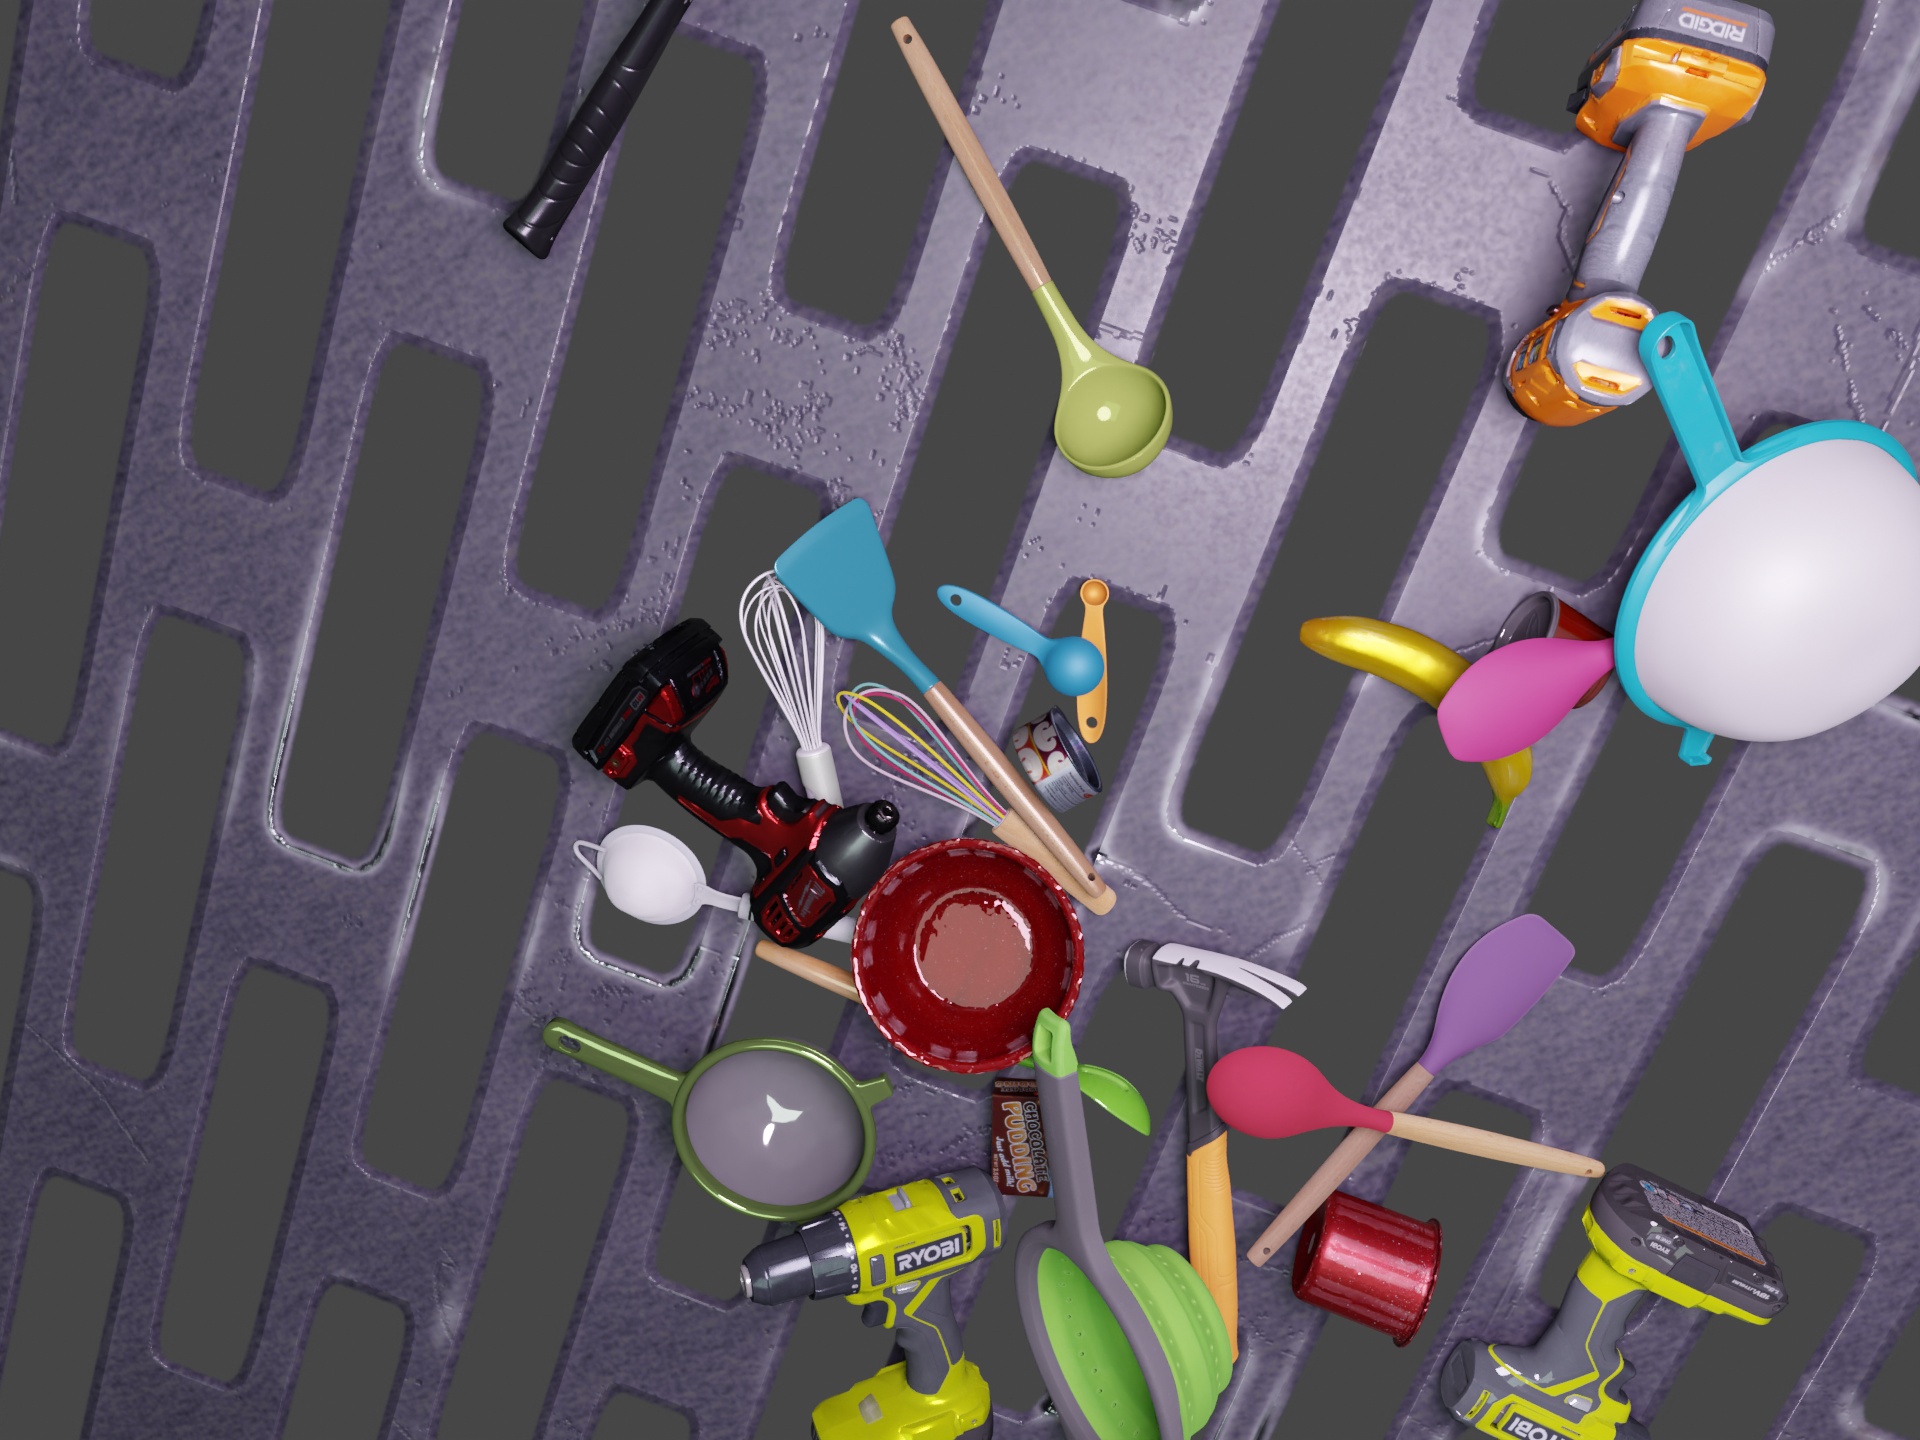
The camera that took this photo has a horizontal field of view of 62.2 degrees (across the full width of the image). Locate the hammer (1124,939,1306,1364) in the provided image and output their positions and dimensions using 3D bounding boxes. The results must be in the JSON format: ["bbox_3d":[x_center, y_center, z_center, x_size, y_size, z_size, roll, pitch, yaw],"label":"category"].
[{"bbox_3d":[0.185,0.323,1.141,0.127,0.034,0.336,9,112,37],"label":"hammer"}]

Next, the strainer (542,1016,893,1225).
[{"bbox_3d":[-0.180,0.267,1.172,0.256,0.069,0.151,23,109,1],"label":"strainer"}]

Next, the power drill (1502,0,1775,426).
[{"bbox_3d":[0.380,-0.283,0.928,0.084,0.164,0.226,16,93,3],"label":"power drill"}]

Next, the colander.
[{"bbox_3d":[0.117,0.370,1.119,0.094,0.205,0.397,-17,110,-24],"label":"colander"}]

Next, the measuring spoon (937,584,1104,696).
[{"bbox_3d":[0.038,-0.056,1.082,0.128,0.021,0.042,30,113,3],"label":"measuring spoon"}]

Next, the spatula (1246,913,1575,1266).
[{"bbox_3d":[0.307,0.262,1.114,0.060,0.018,0.316,40,95,0],"label":"spatula"}]

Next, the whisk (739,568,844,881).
[{"bbox_3d":[-0.106,0.013,1.111,0.059,0.058,0.246,-17,108,-20],"label":"whisk"}]

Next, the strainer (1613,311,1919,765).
[{"bbox_3d":[0.468,-0.096,0.898,0.211,0.095,0.340,-40,130,8],"label":"strainer"}]

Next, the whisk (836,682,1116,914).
[{"bbox_3d":[0.011,0.056,1.114,0.245,0.051,0.047,39,127,-8],"label":"whisk"}]

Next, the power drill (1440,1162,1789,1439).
[{"bbox_3d":[0.474,0.443,1.135,0.171,0.080,0.223,25,110,-1],"label":"power drill"}]

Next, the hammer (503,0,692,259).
[{"bbox_3d":[-0.189,-0.424,0.983,0.035,0.146,0.334,40,117,-4],"label":"hammer"}]

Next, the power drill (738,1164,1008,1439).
[{"bbox_3d":[-0.059,0.447,1.162,0.190,0.080,0.228,-11,112,-20],"label":"power drill"}]

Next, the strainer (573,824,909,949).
[{"bbox_3d":[-0.163,0.133,1.153,0.258,0.050,0.086,13,121,0],"label":"strainer"}]

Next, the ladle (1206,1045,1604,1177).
[{"bbox_3d":[0.313,0.280,1.089,0.315,0.031,0.069,16,111,-18],"label":"ladle"}]

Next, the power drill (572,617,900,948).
[{"bbox_3d":[-0.144,0.044,1.079,0.219,0.078,0.143,44,128,0],"label":"power drill"}]

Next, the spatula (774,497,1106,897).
[{"bbox_3d":[-0.002,-0.003,1.081,0.082,0.044,0.317,-41,93,-20],"label":"spatula"}]

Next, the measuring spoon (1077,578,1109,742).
[{"bbox_3d":[0.092,-0.041,1.091,0.021,0.011,0.117,5,109,15],"label":"measuring spoon"}]

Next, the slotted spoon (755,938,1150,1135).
[{"bbox_3d":[-0.005,0.223,1.152,0.314,0.070,0.031,22,87,7],"label":"slotted spoon"}]

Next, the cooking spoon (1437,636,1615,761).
[{"bbox_3d":[0.440,-0.060,0.990,0.319,0.017,0.068,-26,106,-5],"label":"cooking spoon"}]

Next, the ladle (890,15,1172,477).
[{"bbox_3d":[0.038,-0.300,1.007,0.078,0.062,0.320,-28,97,11],"label":"ladle"}]
